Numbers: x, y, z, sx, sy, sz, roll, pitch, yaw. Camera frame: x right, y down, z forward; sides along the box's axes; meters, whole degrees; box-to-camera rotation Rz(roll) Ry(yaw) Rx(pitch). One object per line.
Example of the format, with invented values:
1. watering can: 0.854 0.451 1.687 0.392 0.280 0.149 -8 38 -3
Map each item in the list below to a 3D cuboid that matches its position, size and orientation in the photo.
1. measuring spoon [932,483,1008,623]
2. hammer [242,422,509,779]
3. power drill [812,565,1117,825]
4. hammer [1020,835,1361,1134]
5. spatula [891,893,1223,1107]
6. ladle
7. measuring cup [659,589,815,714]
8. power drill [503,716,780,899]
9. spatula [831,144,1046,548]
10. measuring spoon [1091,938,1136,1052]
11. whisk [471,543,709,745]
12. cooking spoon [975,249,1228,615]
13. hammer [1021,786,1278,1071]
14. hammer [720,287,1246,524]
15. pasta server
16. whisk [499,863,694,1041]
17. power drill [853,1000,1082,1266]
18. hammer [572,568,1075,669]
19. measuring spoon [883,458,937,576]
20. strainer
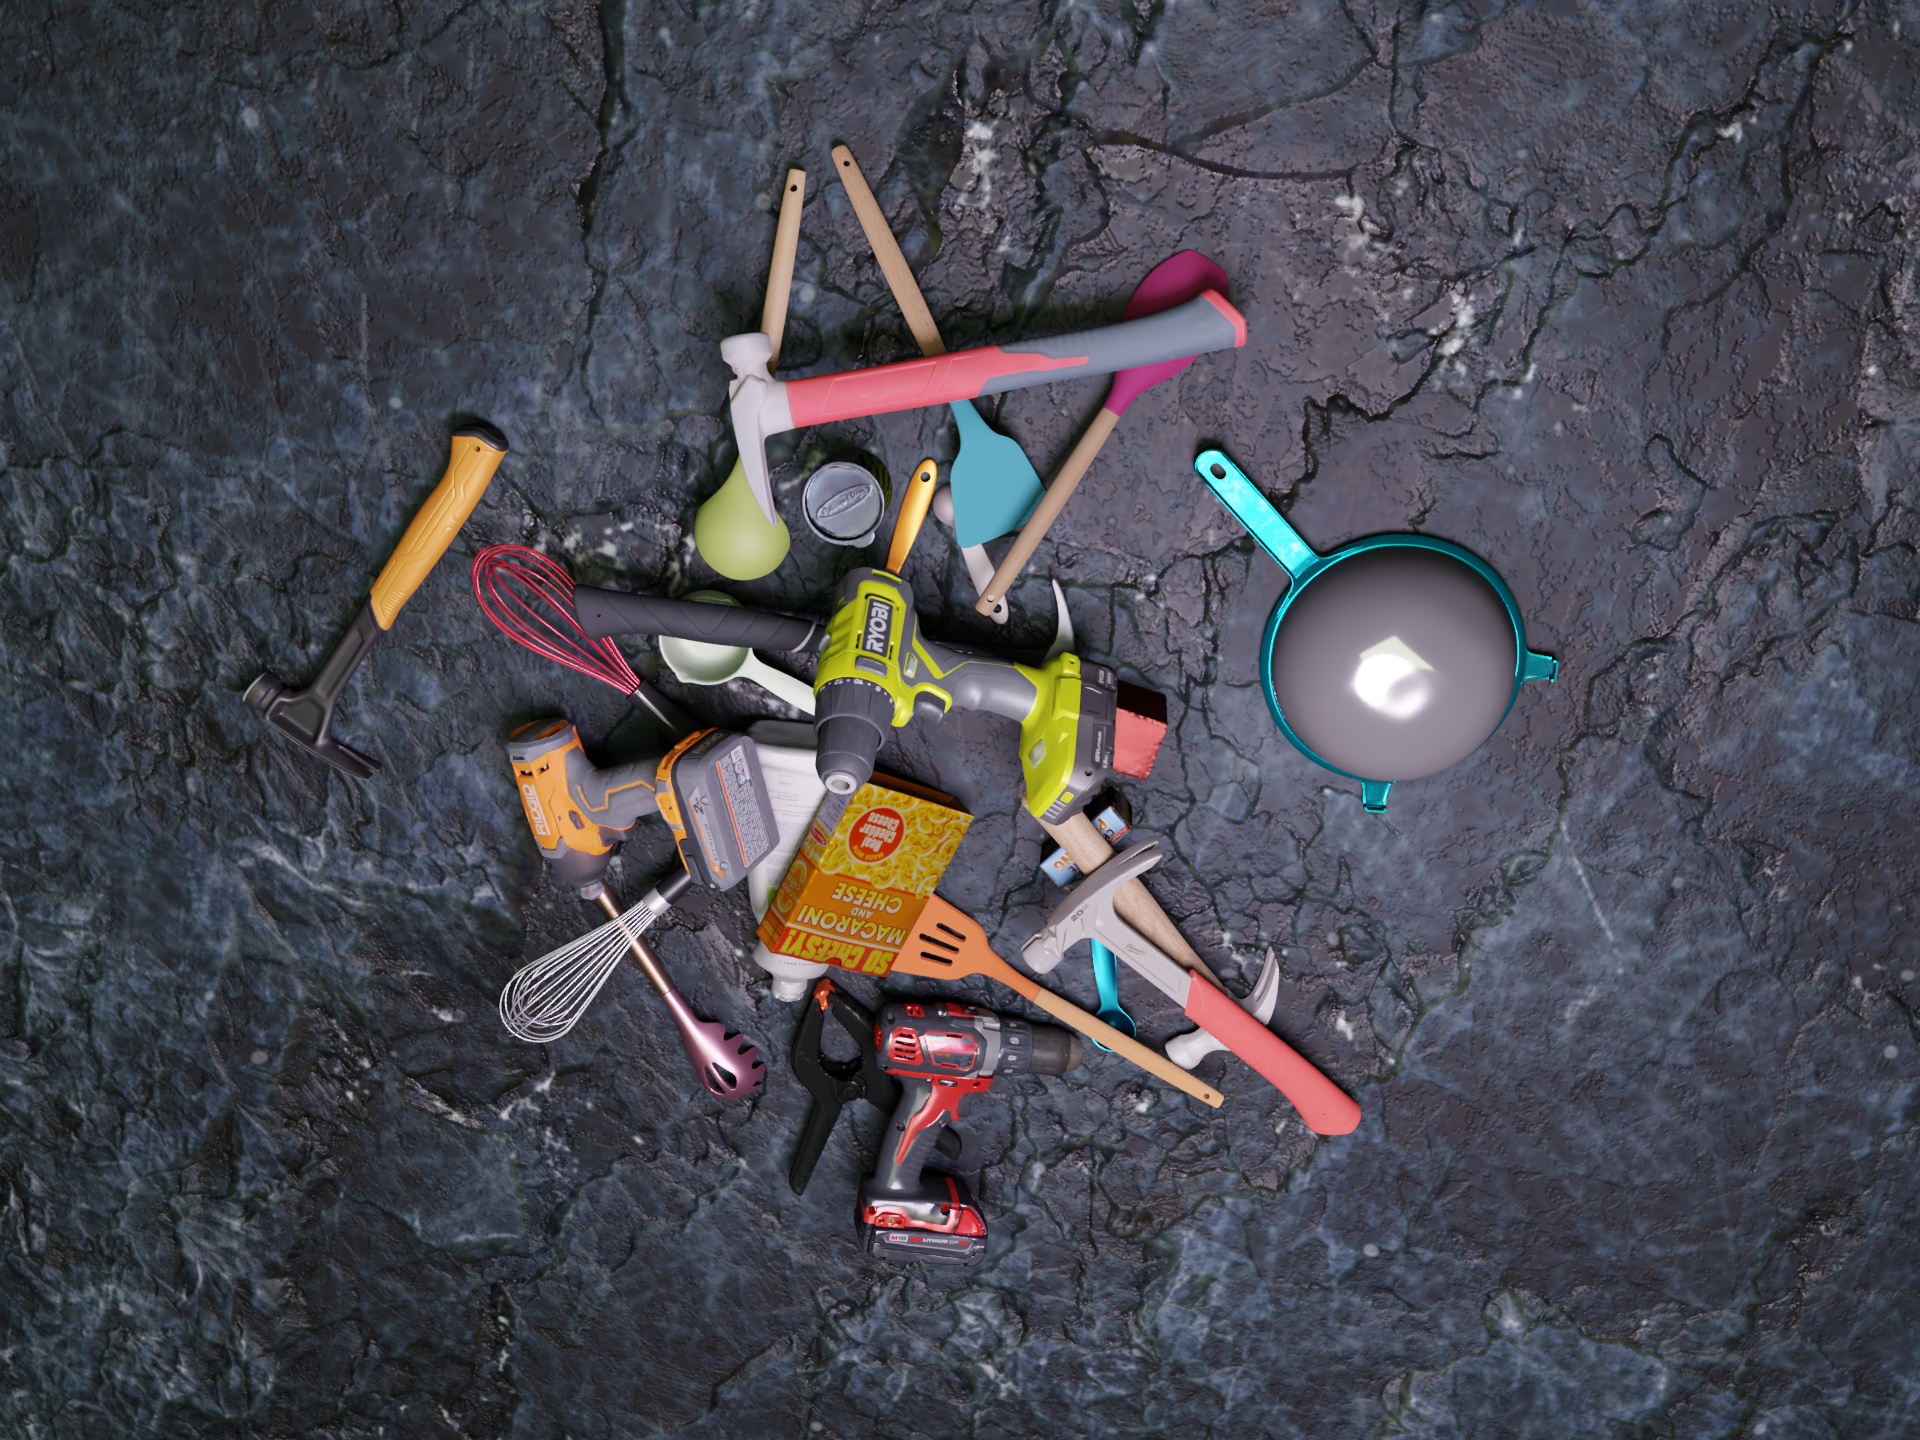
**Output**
1. measuring spoon: 0.012 -0.132 1.286 0.034 0.018 0.124 -20 108 12
2. hammer: -0.470 -0.104 1.333 0.127 0.034 0.337 37 109 -7
3. power drill: -0.002 -0.004 1.201 0.228 0.191 0.080 18 140 -14
4. hammer: 0.225 0.244 1.350 0.358 0.037 0.149 39 110 -23
5. spatula: 0.087 0.256 1.394 0.322 0.041 0.081 30 100 4
6. ladle: -0.153 -0.266 1.248 0.078 0.062 0.320 12 104 1
7. measuring cup: -0.171 -0.049 1.326 0.167 0.038 0.083 30 108 -12
8. power drill: -0.266 0.081 1.322 0.226 0.084 0.164 1 116 30
9. spatula: -0.026 -0.289 1.227 0.082 0.044 0.317 -26 99 -5
10. measuring spoon: 0.132 0.231 1.412 0.042 0.021 0.128 -4 100 14
11. whisk: -0.285 -0.040 1.327 0.073 0.073 0.295 -42 107 17
12. cooking spoon: 0.103 -0.216 1.226 0.068 0.017 0.319 32 100 -6
13. hammer: 0.158 0.165 1.338 0.130 0.031 0.331 -33 117 13
14. hammer: 0.022 -0.247 1.191 0.386 0.038 0.143 -9 99 2
15. pasta server: -0.278 0.219 1.439 0.060 0.040 0.316 -29 101 14
16. whisk: -0.289 0.178 1.387 0.284 0.070 0.070 -41 102 1
17. power drill: 0.003 0.364 1.419 0.188 0.080 0.226 8 99 -11
18. hammer: -0.106 -0.070 1.282 0.409 0.036 0.149 7 110 -6
19. measuring spoon: -0.043 -0.156 1.286 0.021 0.011 0.117 20 110 -2
20. strainer: 0.302 -0.079 1.238 0.211 0.095 0.340 -41 103 17
